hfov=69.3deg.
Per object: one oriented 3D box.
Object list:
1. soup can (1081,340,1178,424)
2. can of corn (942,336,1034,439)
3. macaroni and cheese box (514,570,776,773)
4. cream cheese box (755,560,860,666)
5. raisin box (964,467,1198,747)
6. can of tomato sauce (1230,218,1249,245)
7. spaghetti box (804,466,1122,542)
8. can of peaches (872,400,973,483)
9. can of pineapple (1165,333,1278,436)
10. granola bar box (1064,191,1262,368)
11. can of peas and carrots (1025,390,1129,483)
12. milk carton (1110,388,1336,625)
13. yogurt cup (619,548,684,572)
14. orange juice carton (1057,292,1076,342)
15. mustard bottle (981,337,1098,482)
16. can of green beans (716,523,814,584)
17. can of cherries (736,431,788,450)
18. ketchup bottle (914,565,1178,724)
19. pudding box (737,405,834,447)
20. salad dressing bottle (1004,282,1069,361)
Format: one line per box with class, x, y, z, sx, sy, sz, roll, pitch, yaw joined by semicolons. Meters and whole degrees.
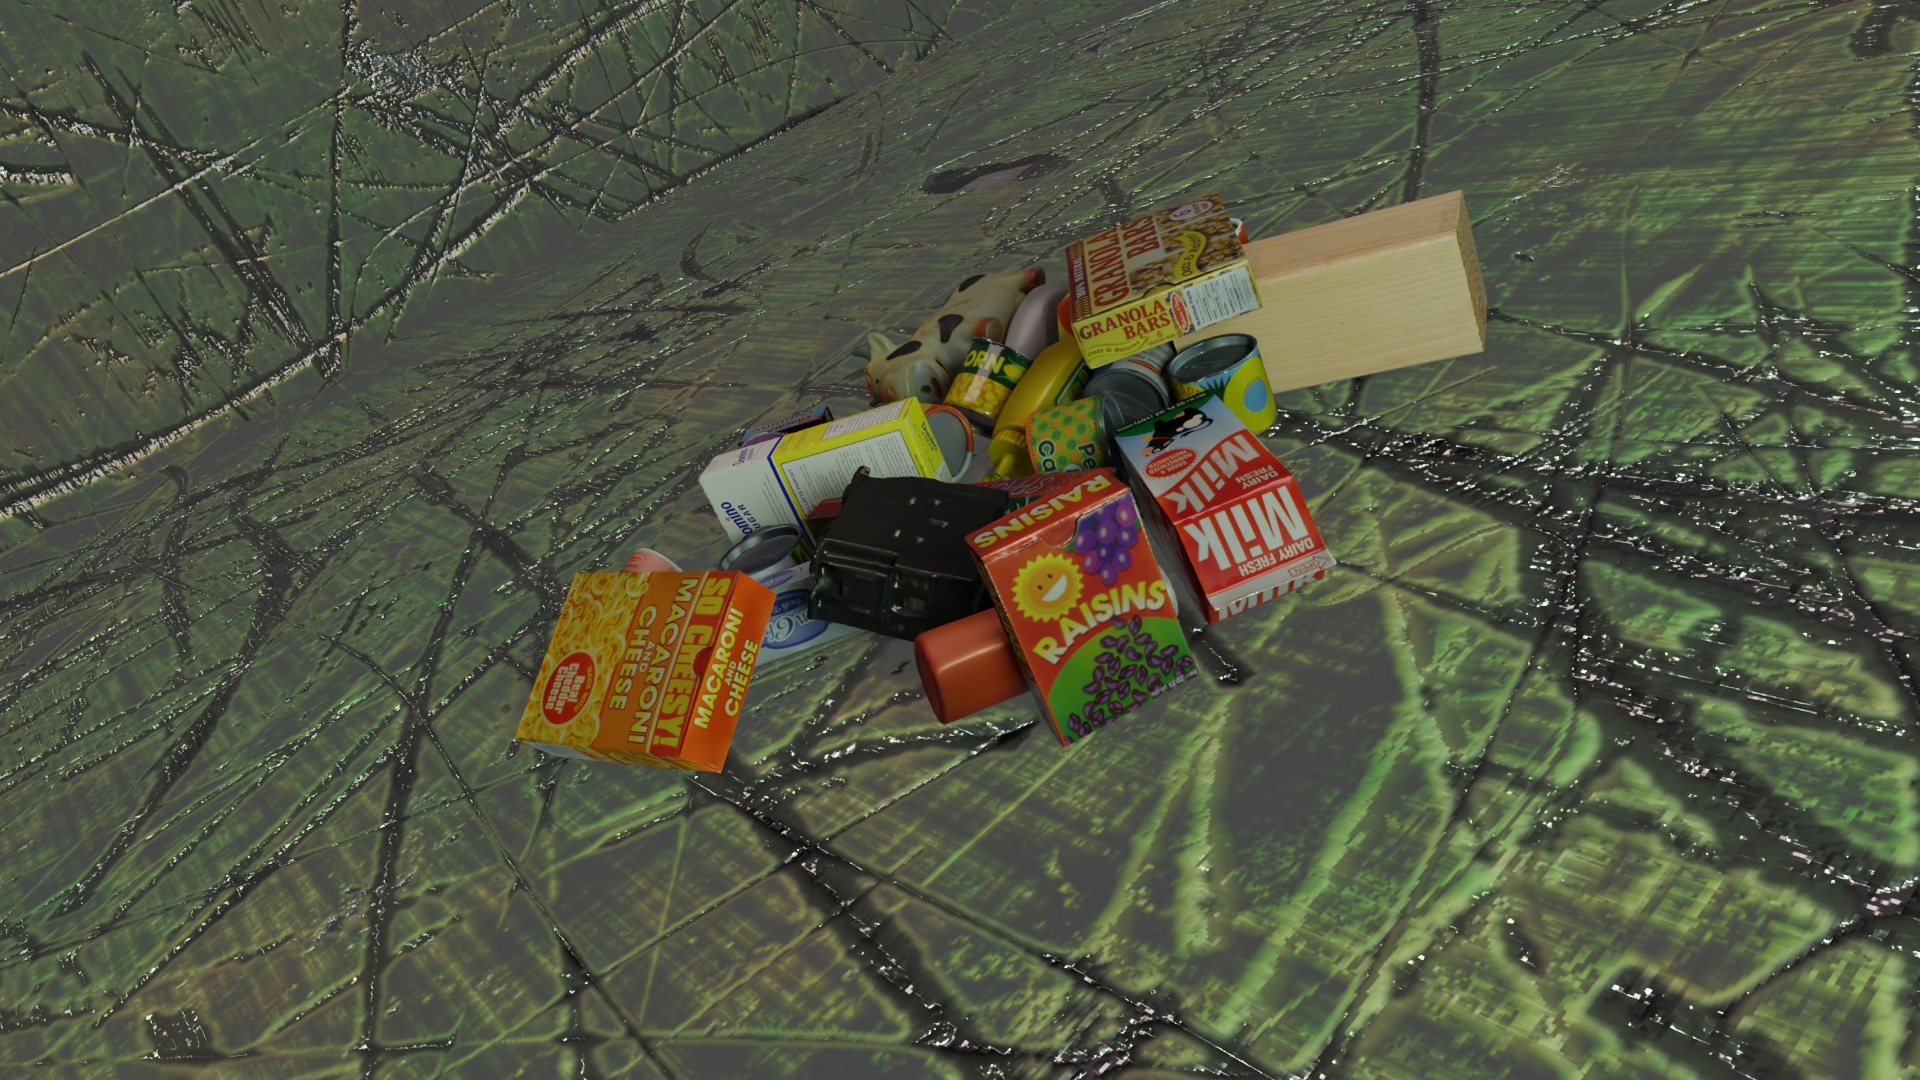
soup can;0.132;-0.115;1.037;0.071;0.071;0.084;-9;28;28
can of corn;0.025;-0.119;1.106;0.071;0.071;0.058;12;72;51
macaroni and cheese box;-0.208;0.083;0.906;0.166;0.040;0.124;-2;64;38
cream cheese box;-0.115;0.048;0.942;0.104;0.053;0.024;-20;27;7
raisin box;0.065;0.036;0.734;0.086;0.123;0.040;-26;25;-6
can of tomato sauce;0.211;-0.212;1.134;0.071;0.082;0.071;-19;26;10
spaghetti box;0.003;-0.012;0.962;0.250;0.050;0.029;-5;32;33
can of peaches;-0.033;-0.077;1.094;0.071;0.071;0.058;-39;30;-28
can of pineapple;0.183;-0.105;0.979;0.071;0.057;0.071;-19;25;10
granola bar box;0.140;-0.190;0.992;0.124;0.039;0.166;-19;27;12
can of peas and carrots;0.084;-0.065;0.977;0.058;0.070;0.071;-14;27;21
milk carton;0.153;-0.016;0.816;0.072;0.073;0.191;-22;26;3
yogurt cup;-0.233;0.047;1.034;0.072;0.072;0.054;4;45;45
orange juice carton;0.142;-0.197;1.174;0.071;0.072;0.194;-6;31;33
mustard bottle;0.062;-0.090;1.053;0.049;0.065;0.161;1;41;40
can of green beans;-0.130;0.030;0.984;0.071;0.057;0.071;-19;26;10
can of cherries;-0.152;-0.052;1.149;0.071;0.071;0.058;-25;25;-2
ketchup bottle;0.050;0.055;0.787;0.149;0.064;0.044;-20;54;-10
pudding box;-0.147;-0.081;1.223;0.083;0.049;0.030;-15;25;16
salad dressing bottle;0.059;-0.165;1.202;0.044;0.064;0.148;6;45;31
